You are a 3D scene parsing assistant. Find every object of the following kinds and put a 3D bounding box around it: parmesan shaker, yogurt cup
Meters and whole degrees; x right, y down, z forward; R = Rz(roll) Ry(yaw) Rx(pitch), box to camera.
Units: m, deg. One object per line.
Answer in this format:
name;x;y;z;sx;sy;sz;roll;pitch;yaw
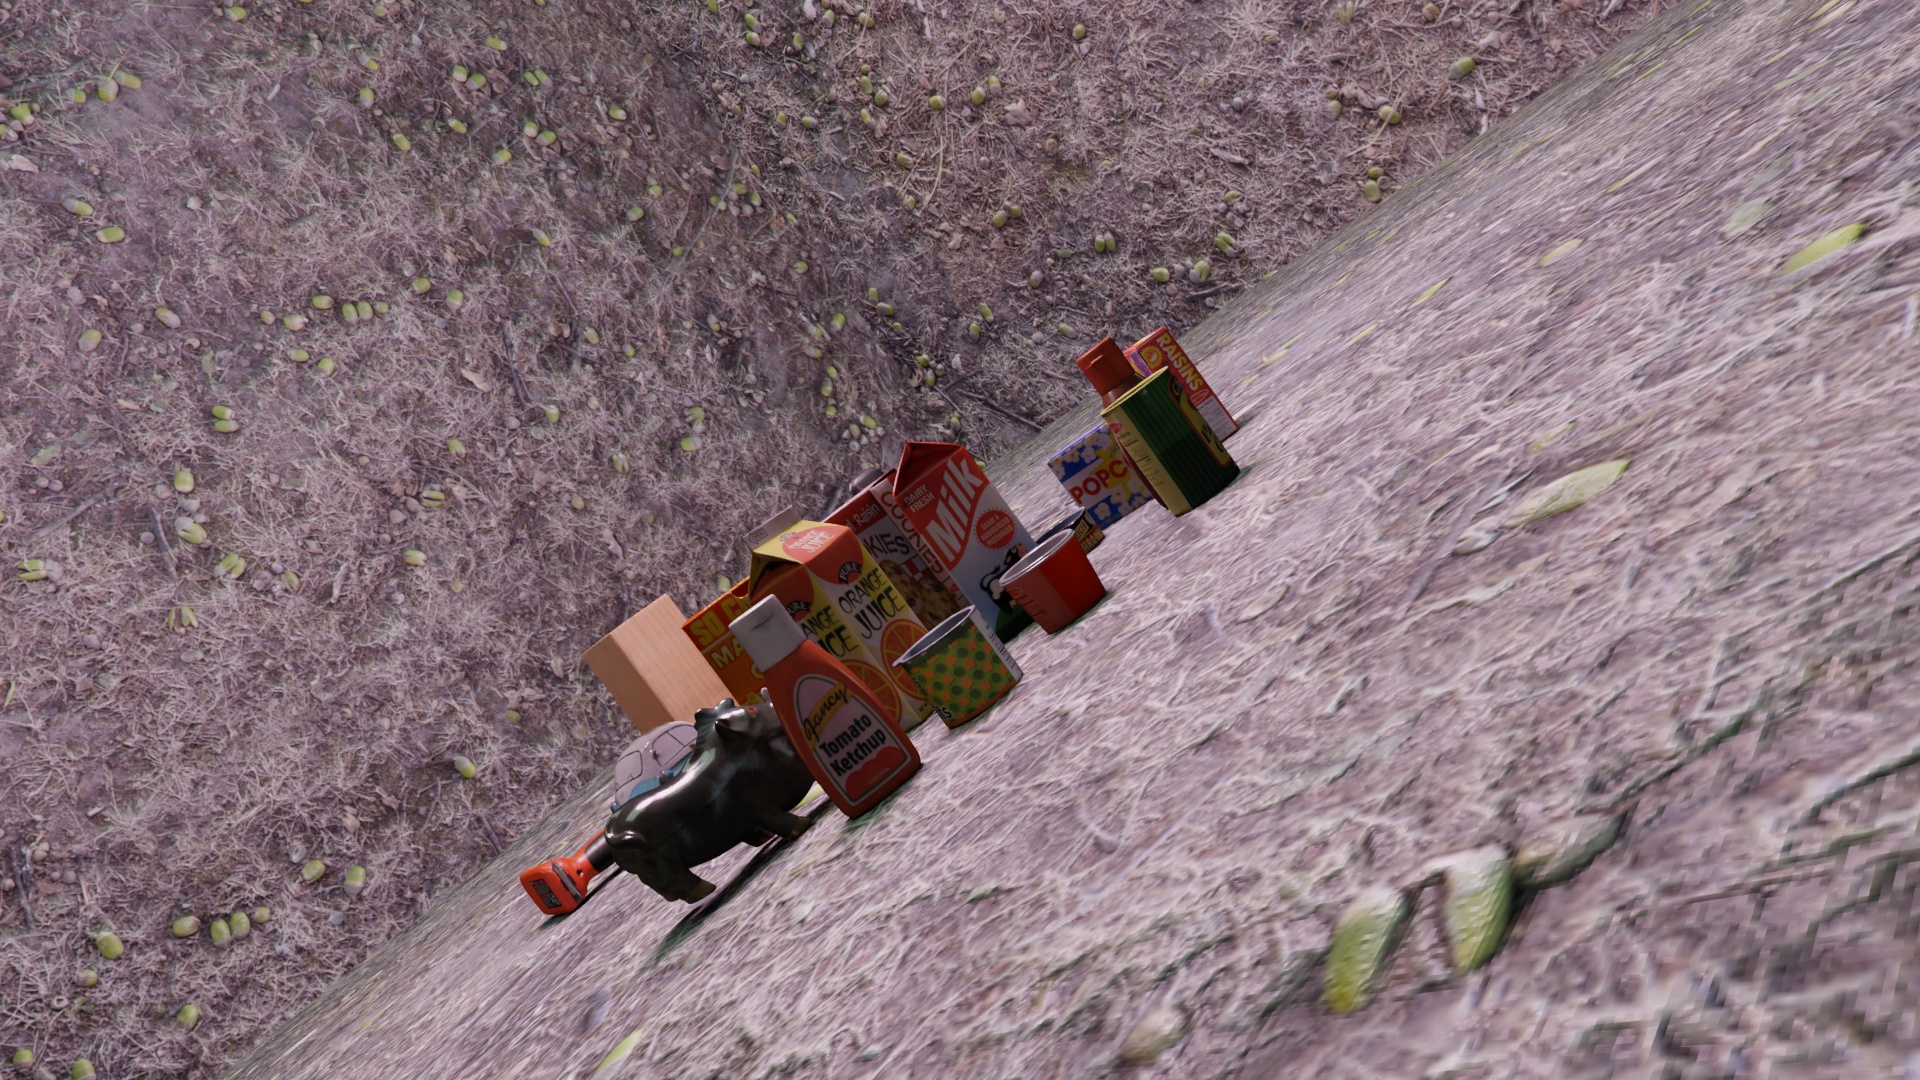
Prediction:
parmesan shaker;0.169;-0.080;1.120;0.071;0.103;0.071;-36;4;3
yogurt cup;0.071;0.032;1.028;0.072;0.054;0.072;-36;4;3

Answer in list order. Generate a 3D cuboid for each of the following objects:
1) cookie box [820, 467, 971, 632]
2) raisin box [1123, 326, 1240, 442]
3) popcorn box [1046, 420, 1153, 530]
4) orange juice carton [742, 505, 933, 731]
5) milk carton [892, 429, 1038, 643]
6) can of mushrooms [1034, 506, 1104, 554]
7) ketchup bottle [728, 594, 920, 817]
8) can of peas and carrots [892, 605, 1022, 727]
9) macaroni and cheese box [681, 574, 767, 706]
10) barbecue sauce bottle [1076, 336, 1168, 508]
cookie box;-0.048;0.028;1.263;0.040;0.167;0.122;-39;5;-34
raisin box;0.214;-0.147;1.359;0.040;0.123;0.086;-36;4;2
popcorn box;0.156;-0.076;1.308;0.126;0.085;0.038;-34;5;31
orange juice carton;-0.093;0.061;1.083;0.072;0.192;0.072;-34;5;36
milk carton;0.004;-0.014;1.142;0.073;0.190;0.072;-37;4;-1
can of mushrooms;0.099;0.001;1.283;0.071;0.033;0.071;-36;4;3
ketchup bottle;-0.092;0.104;0.904;0.065;0.148;0.043;-37;4;-11
can of peas and carrots;-0.002;0.089;0.958;0.071;0.058;0.071;-36;4;3
macaroni and cheese box;-0.139;0.102;1.193;0.124;0.166;0.040;-36;4;2
barbecue sauce bottle;0.155;-0.103;1.178;0.064;0.148;0.044;-35;4;17
